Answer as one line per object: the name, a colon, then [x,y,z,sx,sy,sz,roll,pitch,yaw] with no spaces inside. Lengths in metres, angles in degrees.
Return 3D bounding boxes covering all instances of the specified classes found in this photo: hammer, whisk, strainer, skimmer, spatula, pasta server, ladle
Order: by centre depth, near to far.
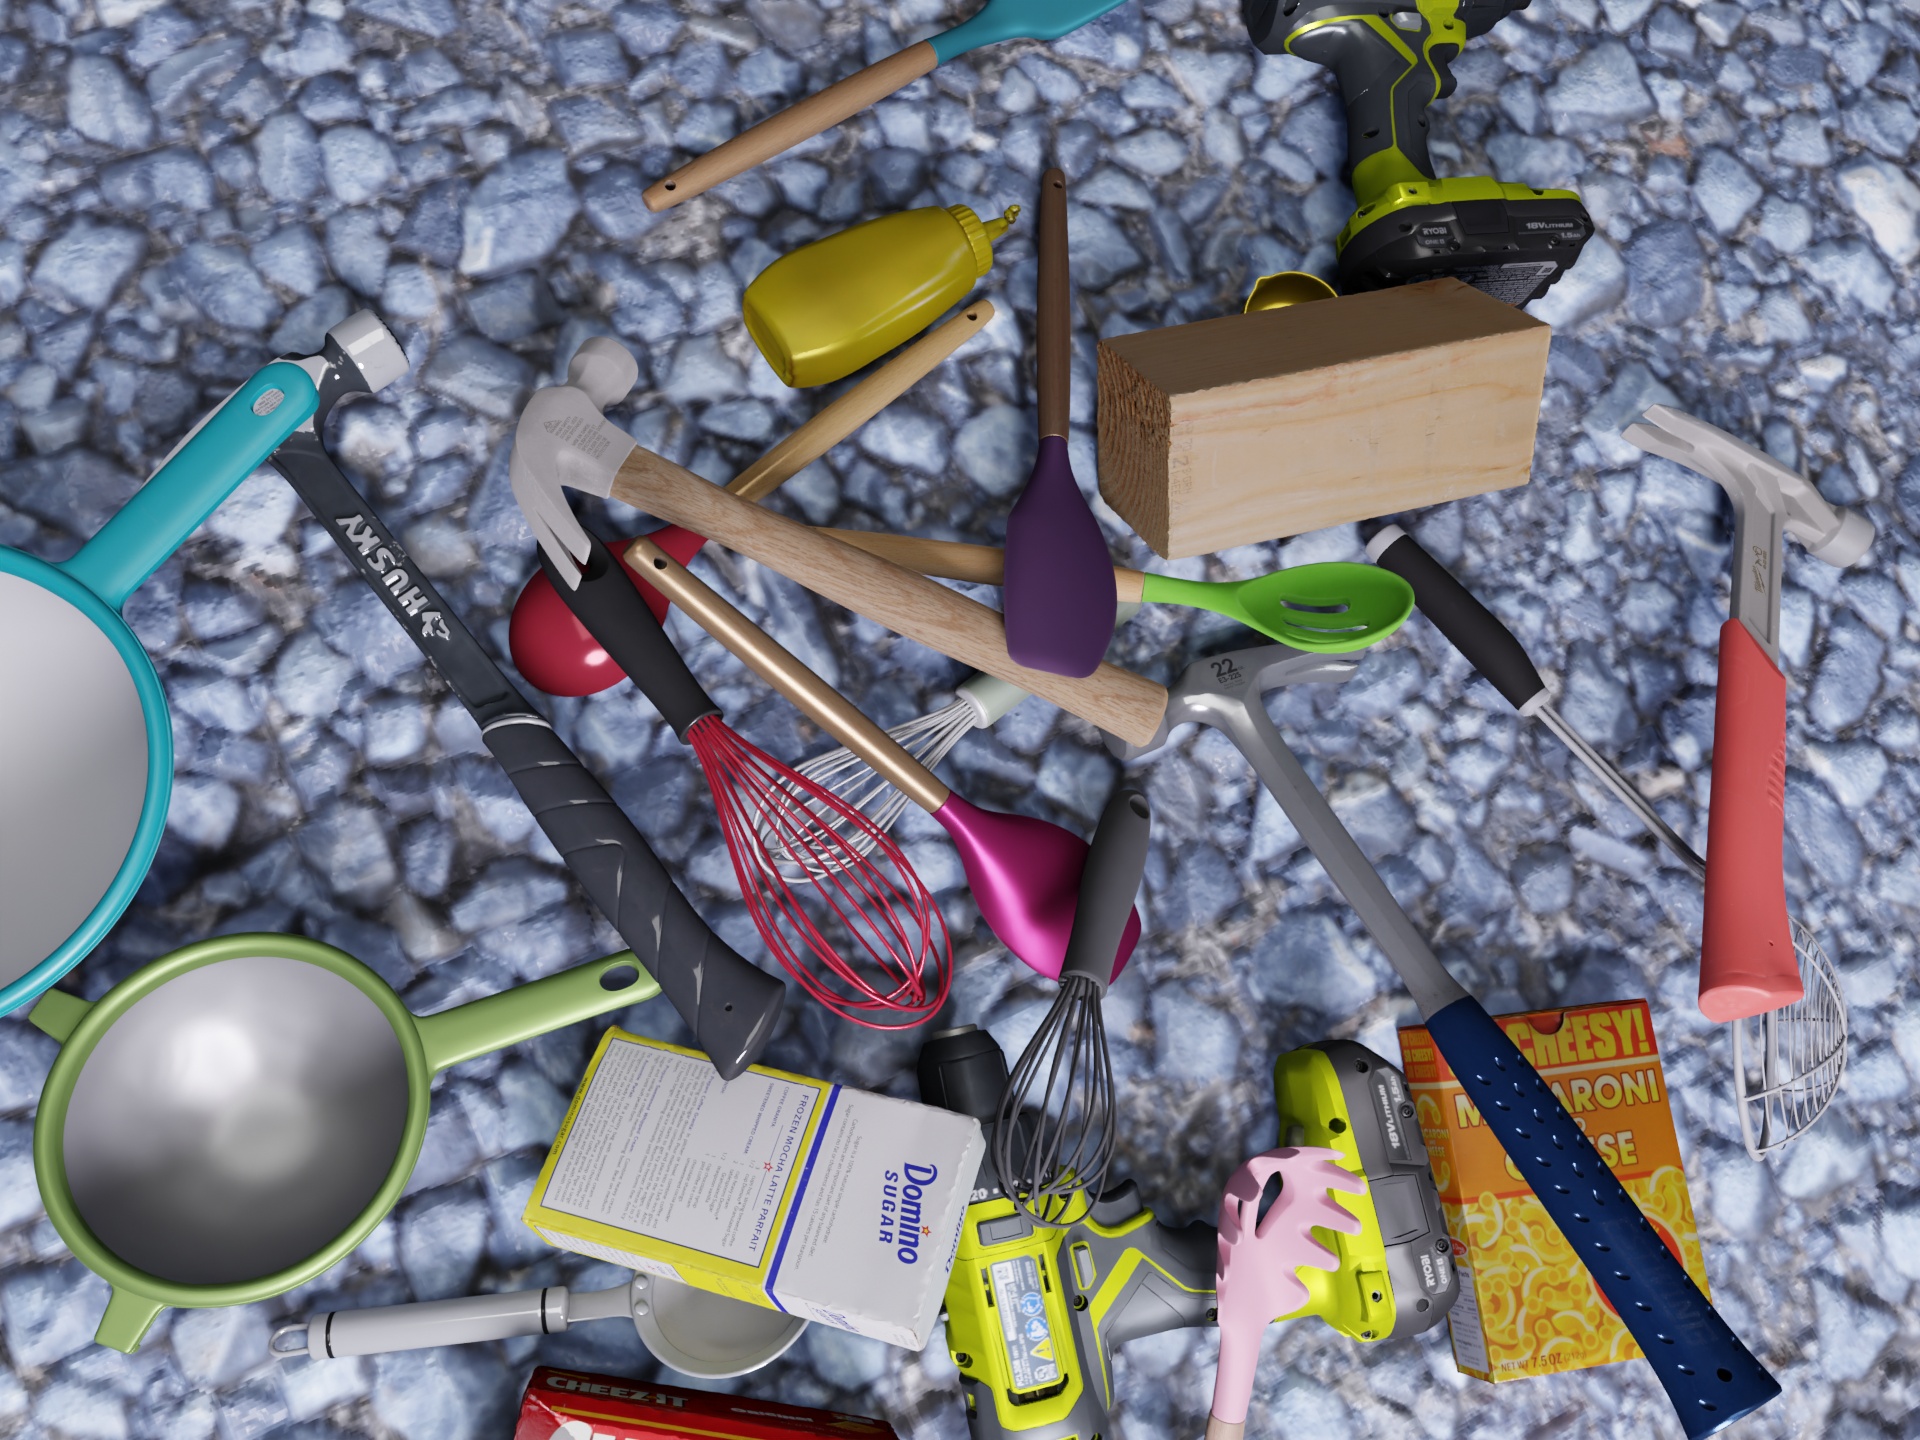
pasta server: [0.112,0.322,0.671,0.060,0.040,0.316,4,99,-24]
strainer: [-0.391,-0.014,0.685,0.211,0.095,0.340,35,72,4]
strainer: [-0.251,0.155,0.688,0.256,0.069,0.152,-17,69,-19]
strainer: [-0.168,0.255,0.693,0.258,0.050,0.087,-5,44,-5]
whisk: [-0.104,0.017,0.711,0.073,0.073,0.296,-35,73,-16]
whisk: [0.058,0.119,0.716,0.055,0.055,0.239,24,47,-4]
hammer: [-0.217,-0.007,0.718,0.149,0.036,0.409,-37,76,-14]
hammer: [0.222,0.120,0.728,0.144,0.035,0.406,-21,59,-17]
hammer: [-0.055,-0.068,0.751,0.331,0.031,0.130,25,49,-5]
whisk: [-0.001,-0.003,0.785,0.246,0.058,0.059,-37,120,-21]
ladle: [-0.097,-0.124,0.806,0.315,0.031,0.069,-41,86,-18]
hammer: [0.394,-0.012,0.810,0.149,0.036,0.359,27,55,-5]
spatula: [0.050,-0.161,0.811,0.059,0.018,0.316,10,62,-18]
skimmer: [0.320,0.055,0.827,0.363,0.090,0.127,51,31,16]
spatula: [-0.037,-0.359,0.864,0.317,0.044,0.082,-35,89,-15]

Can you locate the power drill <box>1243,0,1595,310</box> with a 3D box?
power drill: [0.268,-0.343,0.902,0.171,0.080,0.223,-7,75,-12]

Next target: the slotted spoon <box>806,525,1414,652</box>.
slotted spoon: [0.066,-0.071,0.796,0.314,0.031,0.070,8,41,4]

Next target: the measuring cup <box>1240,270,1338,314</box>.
measuring cup: [0.142,-0.184,0.870,0.156,0.029,0.062,-39,88,-5]

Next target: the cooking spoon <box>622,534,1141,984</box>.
cooking spoon: [-0.028,0.022,0.734,0.318,0.017,0.069,41,68,-21]

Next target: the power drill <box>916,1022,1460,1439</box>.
power drill: [0.094,0.220,0.732,0.228,0.080,0.191,-10,79,-10]
